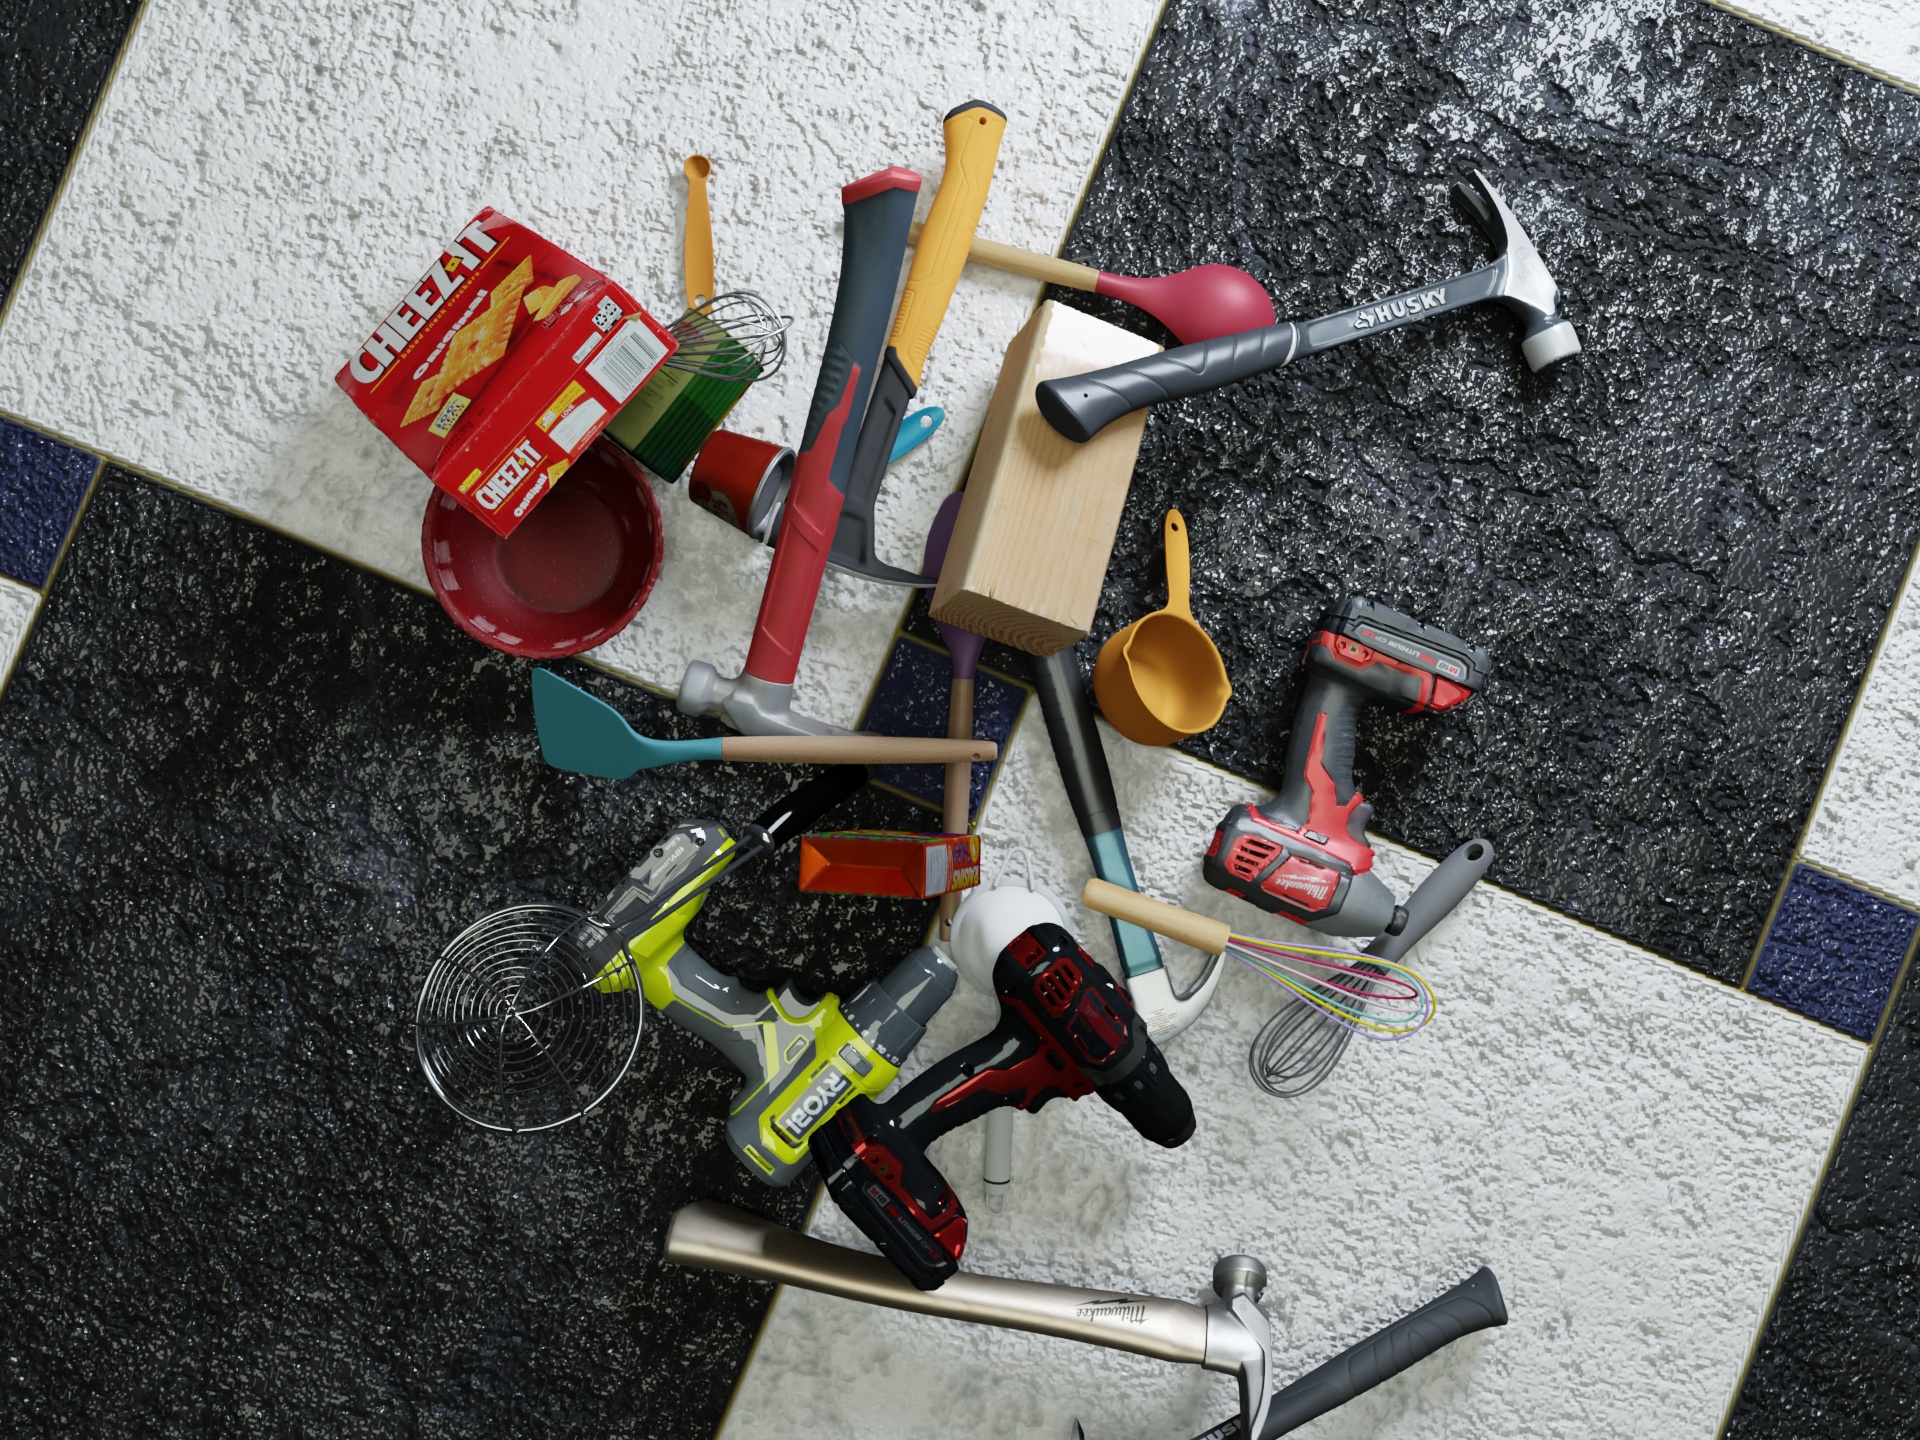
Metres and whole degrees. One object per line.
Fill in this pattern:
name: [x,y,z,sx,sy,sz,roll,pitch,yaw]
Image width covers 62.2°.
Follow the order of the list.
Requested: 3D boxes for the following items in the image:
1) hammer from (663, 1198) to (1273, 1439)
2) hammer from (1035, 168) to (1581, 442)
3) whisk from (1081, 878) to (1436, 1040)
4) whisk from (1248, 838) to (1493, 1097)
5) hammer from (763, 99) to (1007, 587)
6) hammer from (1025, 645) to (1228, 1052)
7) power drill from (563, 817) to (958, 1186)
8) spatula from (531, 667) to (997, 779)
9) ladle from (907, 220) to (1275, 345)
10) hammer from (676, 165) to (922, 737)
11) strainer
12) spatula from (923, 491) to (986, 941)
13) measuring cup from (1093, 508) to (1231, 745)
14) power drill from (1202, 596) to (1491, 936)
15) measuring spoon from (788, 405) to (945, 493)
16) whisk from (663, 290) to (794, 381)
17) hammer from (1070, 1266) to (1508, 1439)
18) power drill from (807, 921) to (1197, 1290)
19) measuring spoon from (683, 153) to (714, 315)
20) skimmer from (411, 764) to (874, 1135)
hammer: [0.003,0.392,1.061,0.410,0.146,0.038,10,123,3]
hammer: [0.233,-0.263,1.068,0.409,0.036,0.149,-20,86,-20]
whisk: [0.200,0.152,1.069,0.245,0.047,0.051,19,57,6]
whisk: [0.291,0.171,1.110,0.055,0.055,0.239,45,83,-1]
hammer: [-0.026,-0.260,1.094,0.127,0.034,0.337,18,89,-8]
hammer: [0.094,0.065,1.111,0.128,0.033,0.331,-16,89,-2]
power drill: [-0.133,0.174,1.079,0.228,0.080,0.190,44,88,-3]
spatula: [-0.134,0.012,1.077,0.317,0.044,0.082,1,124,-1]
ladle: [0.072,-0.318,1.125,0.315,0.031,0.069,14,87,0]
hammer: [-0.075,-0.157,1.028,0.143,0.038,0.386,16,114,-4]
strainer: [0.031,0.218,1.093,0.087,0.050,0.258,4,97,11]
spatula: [-0.002,-0.004,1.116,0.060,0.018,0.316,2,88,13]
measuring cup: [0.136,-0.064,1.109,0.095,0.052,0.174,18,61,-29]
power drill: [0.271,0.038,1.093,0.143,0.078,0.219,24,89,3]
measuring spoon: [-0.065,-0.182,1.120,0.128,0.021,0.042,-35,97,-8]
whisk: [-0.207,-0.243,1.044,0.246,0.059,0.057,3,123,36]
hammer: [0.228,0.458,1.076,0.335,0.146,0.035,-23,102,-14]
power drill: [0.035,0.266,1.048,0.226,0.080,0.187,-41,110,-6]
measuring spoon: [-0.185,-0.340,1.124,0.021,0.011,0.117,-1,92,-3]
skimmer: [-0.175,0.117,0.991,0.127,0.363,0.090,43,128,9]
